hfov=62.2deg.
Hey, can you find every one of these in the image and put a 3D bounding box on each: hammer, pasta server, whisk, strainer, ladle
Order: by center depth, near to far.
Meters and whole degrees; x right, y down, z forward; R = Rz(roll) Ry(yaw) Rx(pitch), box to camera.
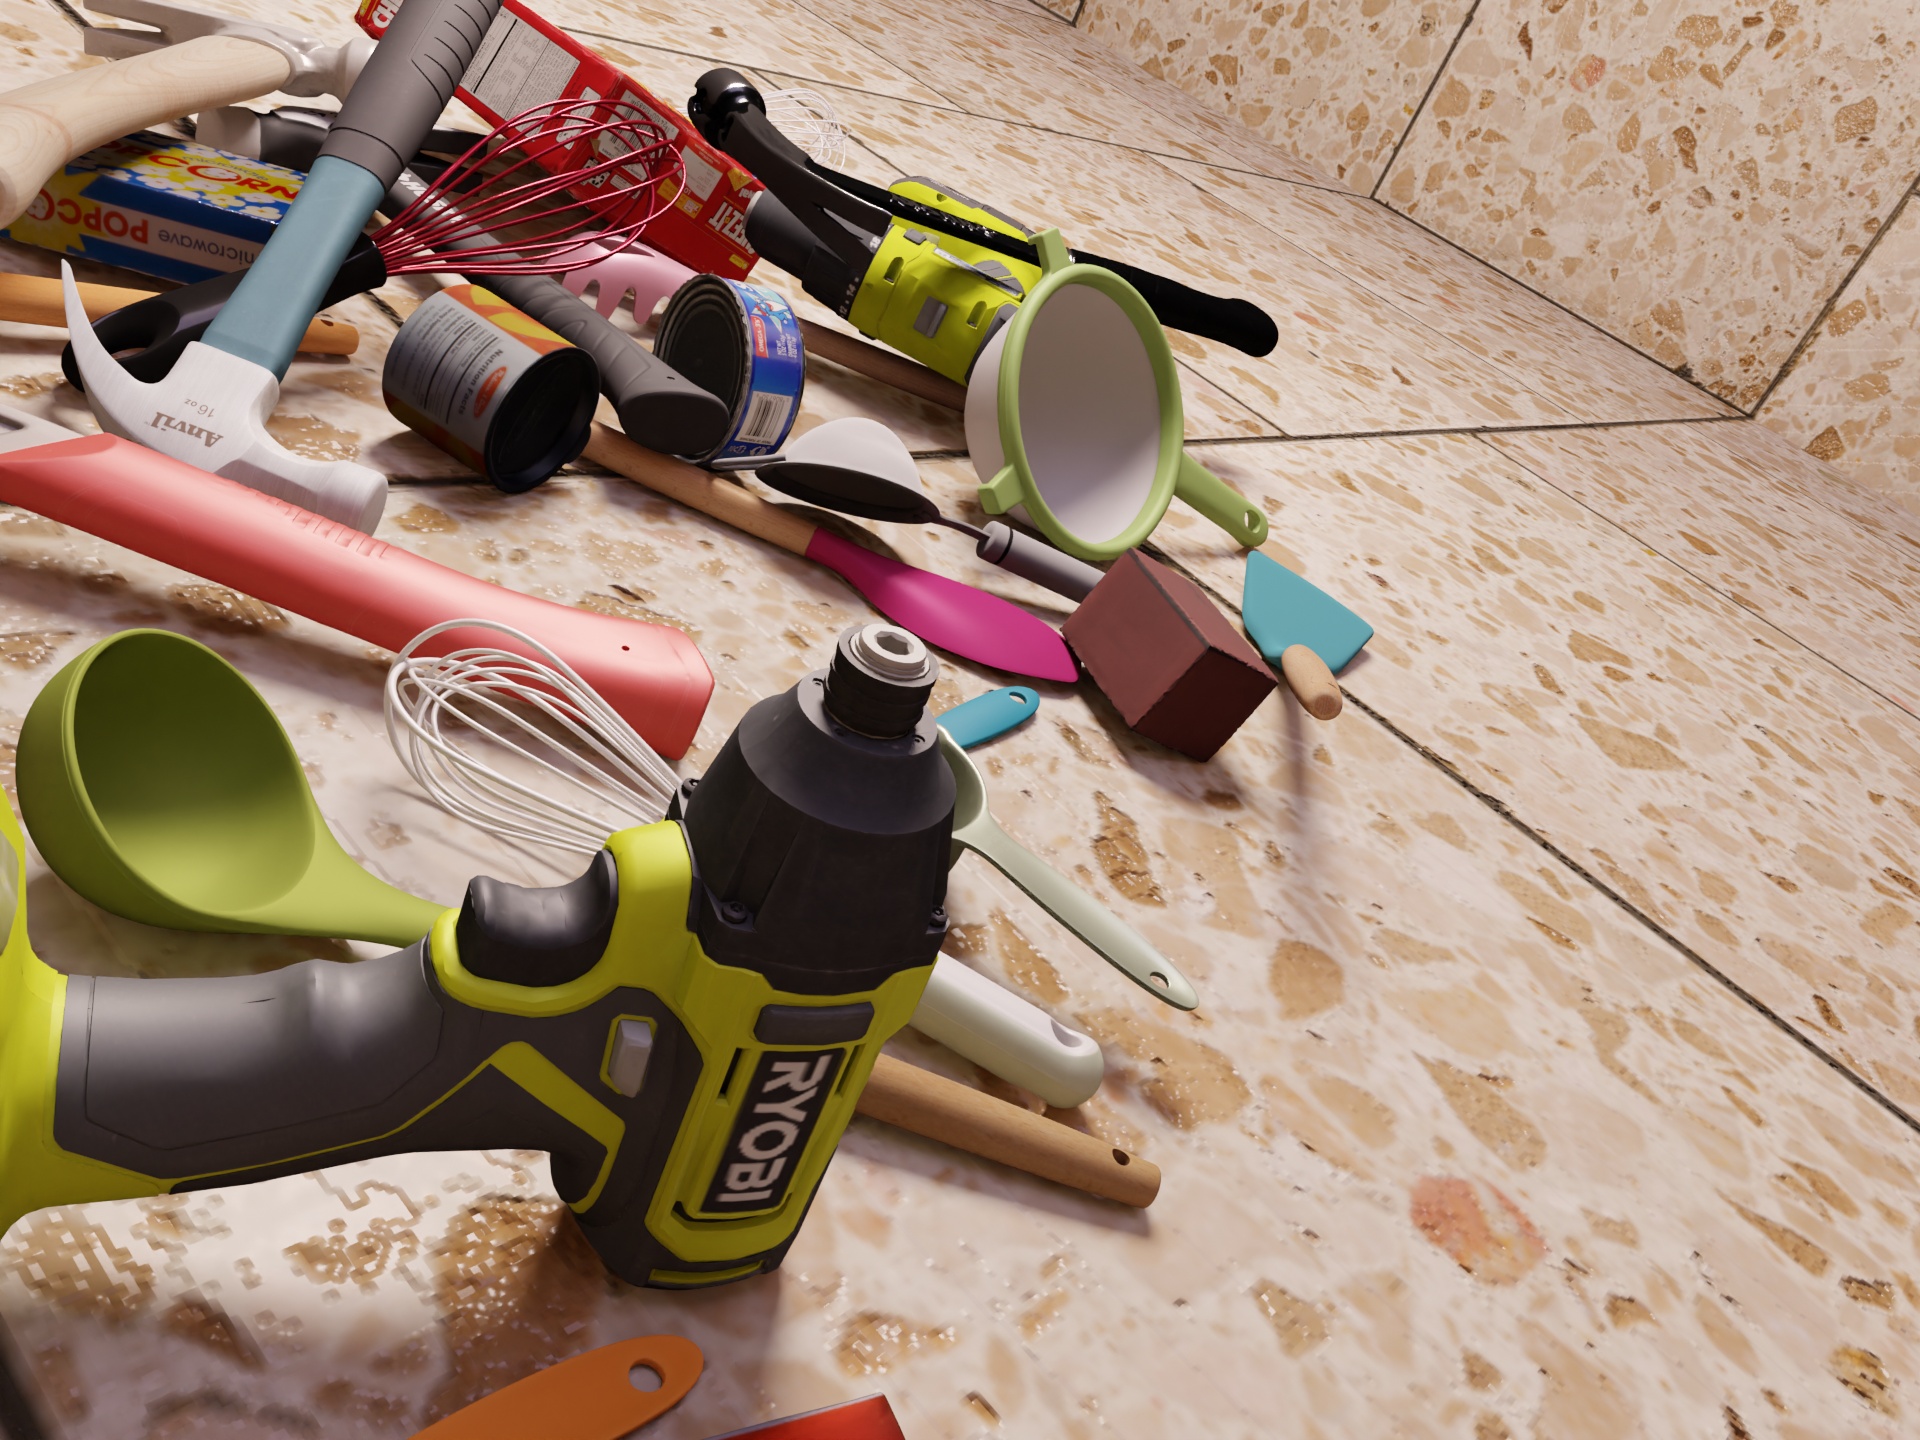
[{"bbox_3d":[-0.084,0.064,0.422,0.320,0.062,0.078,23,29,-11],"label":"ladle"},{"bbox_3d":[-0.064,0.047,0.476,0.246,0.059,0.058,31,12,-1],"label":"whisk"},{"bbox_3d":[-0.251,-0.060,0.492,0.359,0.036,0.149,23,45,-13],"label":"hammer"},{"bbox_3d":[-0.233,-0.222,0.625,0.128,0.033,0.331,20,61,-10],"label":"hammer"},{"bbox_3d":[-0.352,-0.254,0.647,0.146,0.038,0.411,8,27,-10],"label":"hammer"},{"bbox_3d":[-0.230,-0.199,0.664,0.073,0.073,0.296,37,51,20],"label":"whisk"},{"bbox_3d":[0.009,-0.088,0.747,0.258,0.050,0.087,23,-9,-23],"label":"strainer"},{"bbox_3d":[-0.222,-0.219,0.767,0.335,0.035,0.146,39,35,29],"label":"hammer"},{"bbox_3d":[0.082,-0.145,0.876,0.069,0.151,0.256,2,-13,40],"label":"strainer"},{"bbox_3d":[0.048,-0.259,0.892,0.408,0.036,0.149,4,38,-43],"label":"hammer"},{"bbox_3d":[-0.081,-0.208,0.899,0.316,0.040,0.060,16,30,-25],"label":"pasta server"},{"bbox_3d":[-0.193,-0.422,1.133,0.284,0.070,0.070,-13,47,-42],"label":"whisk"}]

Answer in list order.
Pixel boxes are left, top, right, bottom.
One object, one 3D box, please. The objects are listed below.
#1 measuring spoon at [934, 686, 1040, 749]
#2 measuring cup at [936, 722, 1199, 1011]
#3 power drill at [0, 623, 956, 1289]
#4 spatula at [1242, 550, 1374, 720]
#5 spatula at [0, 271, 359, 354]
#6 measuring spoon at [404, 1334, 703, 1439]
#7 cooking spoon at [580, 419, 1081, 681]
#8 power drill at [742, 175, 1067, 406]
[{"bbox_3d":[-0.001,-0.002,0.626,0.042,0.021,0.128,38,32,20],"label":"measuring spoon"},{"bbox_3d":[0.003,0.053,0.527,0.168,0.038,0.083,36,30,14],"label":"measuring cup"},{"bbox_3d":[-0.115,0.046,0.311,0.223,0.171,0.080,5,35,-28],"label":"power drill"},{"bbox_3d":[0.164,-0.036,0.744,0.082,0.044,0.317,34,11,3],"label":"spatula"},{"bbox_3d":[-0.371,-0.148,0.573,0.322,0.041,0.081,-6,43,-50],"label":"spatula"},{"bbox_3d":[-0.099,0.150,0.319,0.117,0.011,0.021,-6,41,-49],"label":"measuring spoon"},{"bbox_3d":[-0.090,-0.091,0.705,0.319,0.017,0.069,24,27,-4],"label":"cooking spoon"},{"bbox_3d":[-0.022,-0.271,0.964,0.190,0.080,0.229,27,23,-4],"label":"power drill"}]
